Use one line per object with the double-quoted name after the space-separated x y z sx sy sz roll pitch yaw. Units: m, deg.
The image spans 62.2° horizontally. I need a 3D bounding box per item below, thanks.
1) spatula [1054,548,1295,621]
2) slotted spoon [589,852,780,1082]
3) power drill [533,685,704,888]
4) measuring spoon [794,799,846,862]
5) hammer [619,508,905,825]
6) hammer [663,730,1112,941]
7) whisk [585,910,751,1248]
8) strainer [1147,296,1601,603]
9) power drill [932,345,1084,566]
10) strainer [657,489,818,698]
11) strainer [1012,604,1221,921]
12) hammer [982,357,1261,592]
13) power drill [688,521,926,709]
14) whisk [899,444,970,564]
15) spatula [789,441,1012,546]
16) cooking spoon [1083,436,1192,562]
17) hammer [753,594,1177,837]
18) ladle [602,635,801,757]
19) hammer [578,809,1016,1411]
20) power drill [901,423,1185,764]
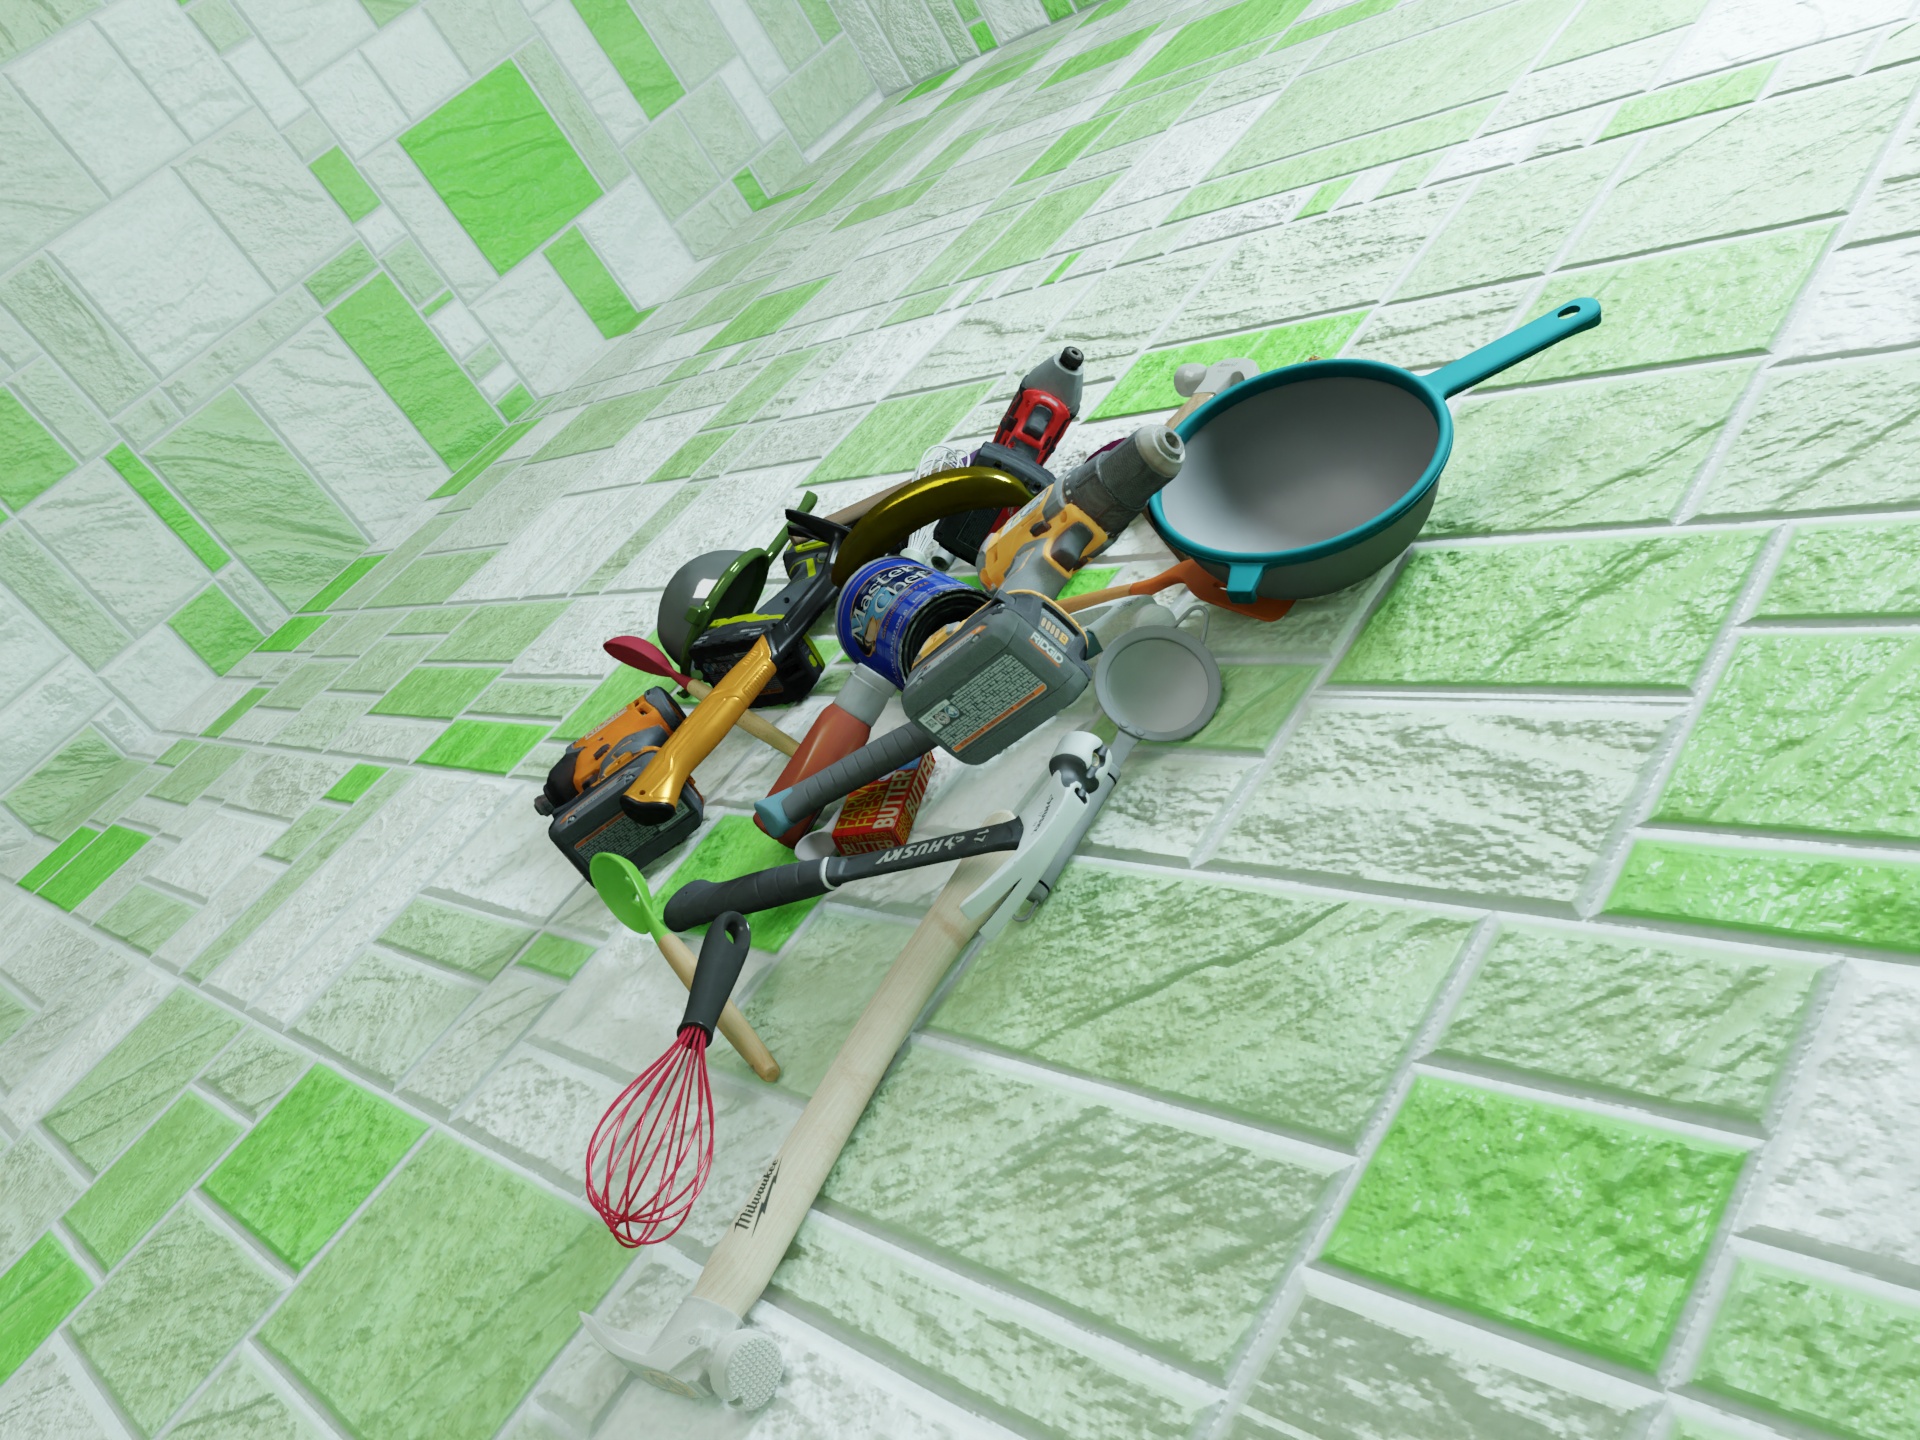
0.122 -0.088 1.238 0.322 0.041 0.081 -11 34 45 "spatula"
-0.200 0.173 1.141 0.031 0.070 0.314 -22 31 -23 "slotted spoon"
-0.311 0.063 1.418 0.164 0.084 0.227 -35 23 0 "power drill"
-0.082 0.073 1.221 0.034 0.018 0.124 12 45 34 "measuring spoon"
-0.181 -0.046 1.344 0.127 0.034 0.337 26 58 17 "hammer"
-0.078 0.107 1.089 0.409 0.036 0.149 -17 31 44 "hammer"
-0.170 0.208 0.988 0.073 0.073 0.296 -25 23 18 "whisk"
0.300 -0.183 1.118 0.340 0.095 0.211 -28 41 -1 "strainer"
0.057 -0.243 1.443 0.143 0.078 0.220 -57 7 42 "power drill"
-0.230 -0.154 1.588 0.256 0.069 0.151 -59 -5 -33 "strainer"
0.099 0.029 1.059 0.087 0.050 0.258 29 65 12 "strainer"
0.139 -0.202 1.346 0.331 0.031 0.130 -45 28 -19 "hammer"
-0.140 -0.113 1.508 0.171 0.080 0.223 -6 36 43 "power drill"
-0.040 -0.156 1.458 0.059 0.057 0.246 -10 51 40 "whisk"
-0.031 -0.237 1.563 0.316 0.018 0.060 -28 23 -24 "spatula"
0.157 -0.188 1.357 0.069 0.017 0.319 -31 27 6 "cooking spoon"
-0.002 -0.004 1.164 0.331 0.033 0.128 -28 11 0 "hammer"
-0.230 -0.022 1.445 0.316 0.069 0.031 28 83 44 "ladle"
-0.069 0.211 0.963 0.146 0.038 0.411 -7 38 44 "hammer"
0.063 -0.094 1.064 0.185 0.084 0.226 -36 20 41 "power drill"
